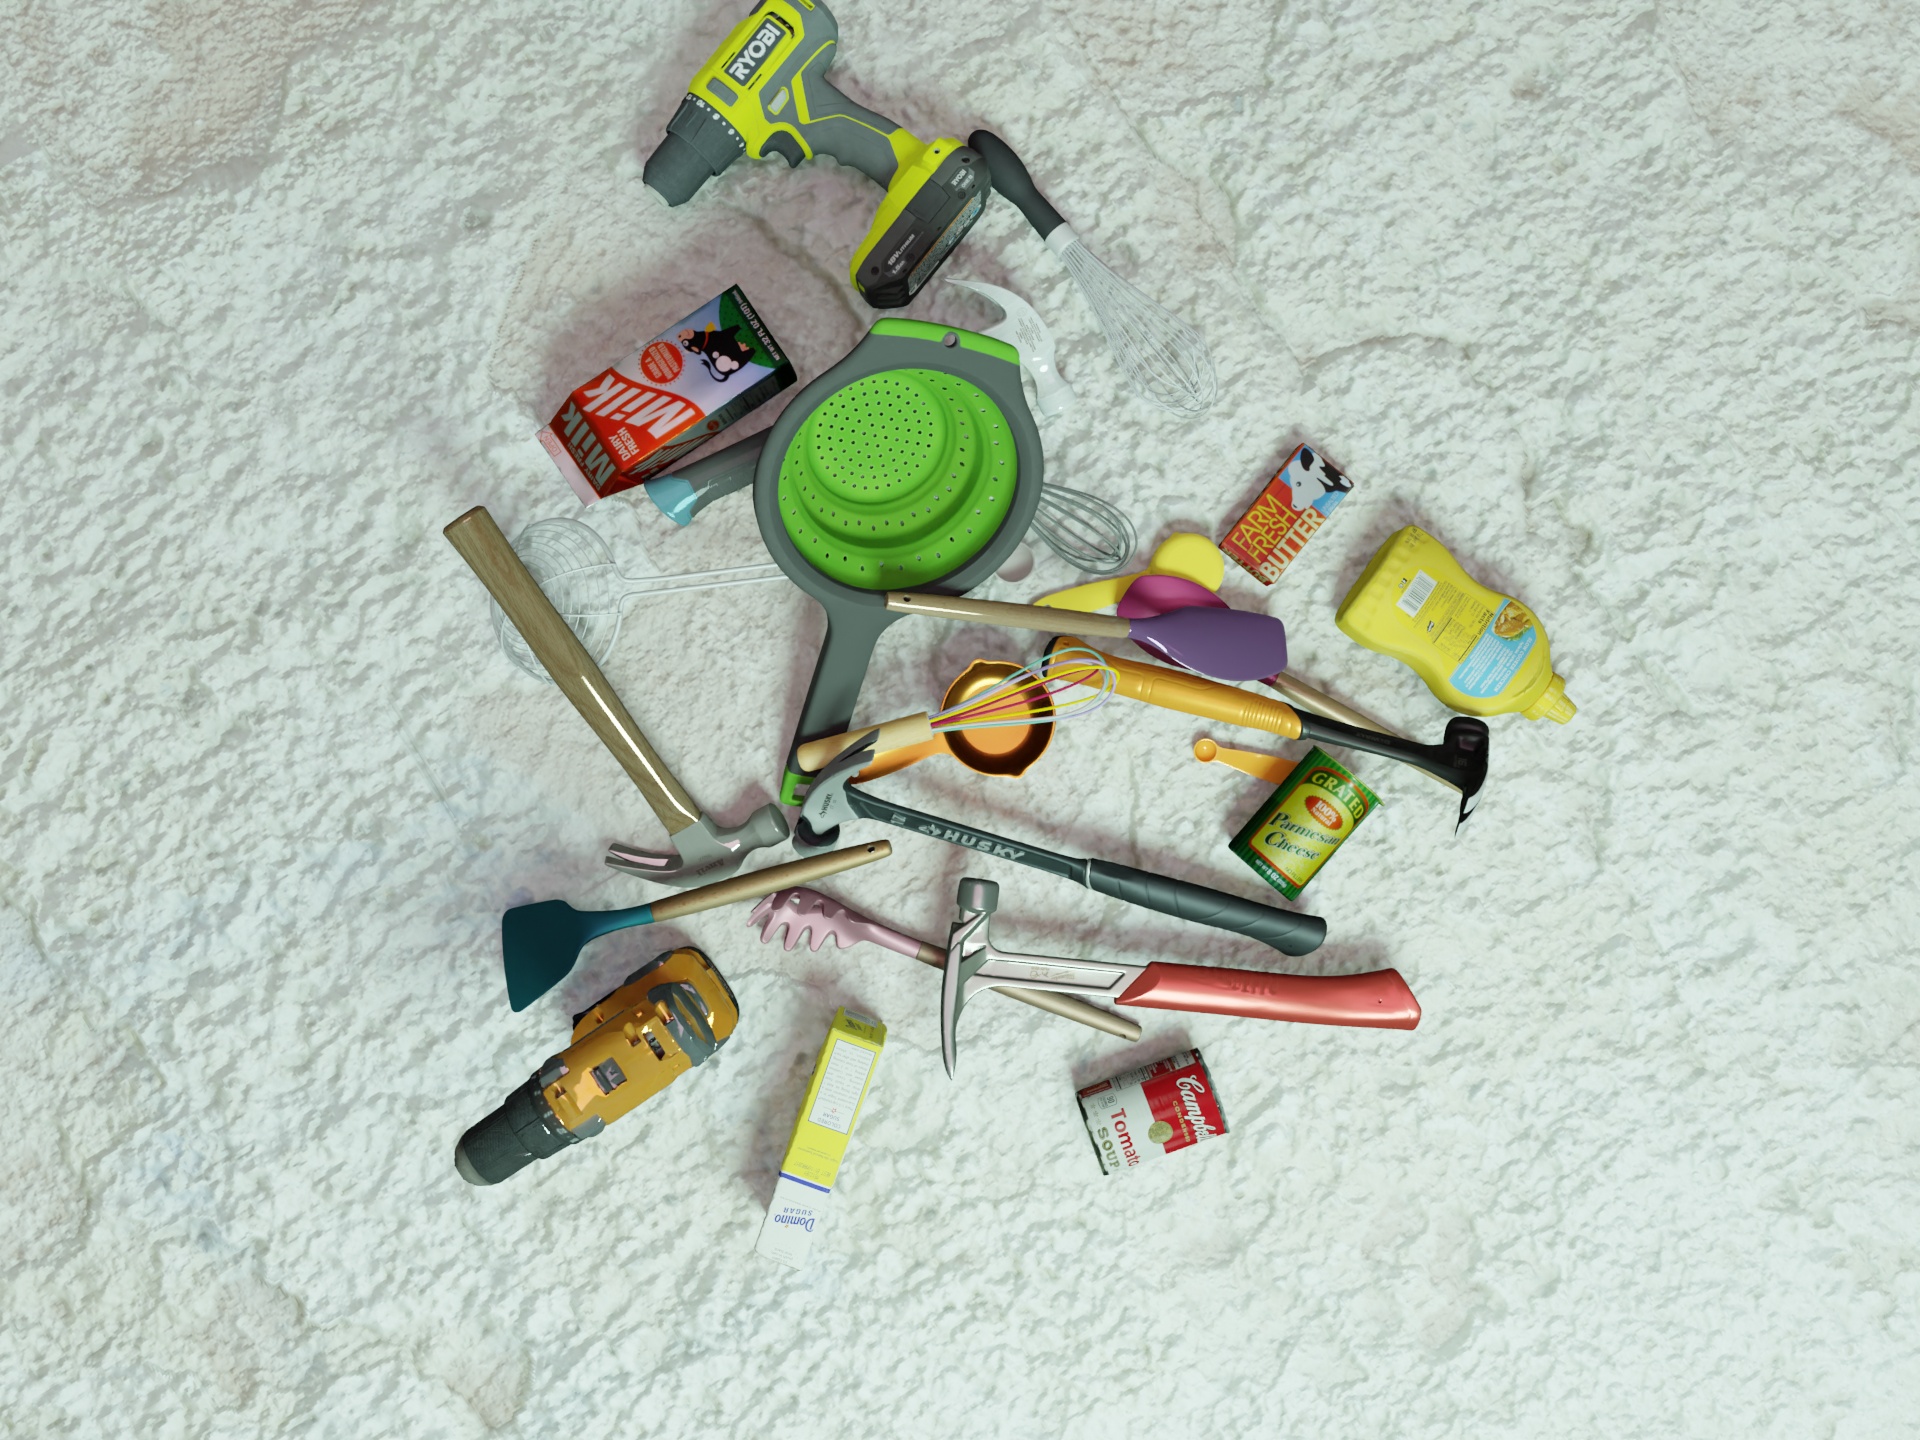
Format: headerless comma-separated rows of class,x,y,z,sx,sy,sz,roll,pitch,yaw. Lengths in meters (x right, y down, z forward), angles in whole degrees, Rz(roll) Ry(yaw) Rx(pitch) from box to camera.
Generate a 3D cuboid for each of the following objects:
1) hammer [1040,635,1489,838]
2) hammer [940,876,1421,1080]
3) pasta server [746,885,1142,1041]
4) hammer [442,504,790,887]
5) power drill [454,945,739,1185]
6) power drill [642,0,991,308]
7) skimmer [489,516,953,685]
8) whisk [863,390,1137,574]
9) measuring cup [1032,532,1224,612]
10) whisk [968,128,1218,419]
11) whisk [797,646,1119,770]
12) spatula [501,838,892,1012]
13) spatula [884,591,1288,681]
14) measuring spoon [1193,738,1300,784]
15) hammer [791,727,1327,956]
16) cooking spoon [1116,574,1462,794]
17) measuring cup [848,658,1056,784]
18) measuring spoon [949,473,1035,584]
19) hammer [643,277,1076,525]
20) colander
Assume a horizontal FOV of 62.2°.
hammer,0.221,-0.002,1.182,0.337,0.127,0.034,16,122,12
hammer,0.165,0.210,1.195,0.359,0.037,0.149,7,87,-4
pasta server,-0.009,0.193,1.225,0.316,0.060,0.040,21,51,-3
hammer,-0.269,-0.011,1.172,0.130,0.031,0.331,-29,110,11
power drill,-0.251,0.244,1.126,0.185,0.226,0.084,-34,90,-1
power drill,-0.110,-0.420,1.206,0.228,0.080,0.190,39,89,2
skimmer,-0.179,-0.108,1.228,0.363,0.090,0.127,-8,88,-11
whisk,0.031,-0.185,1.204,0.239,0.055,0.055,31,90,-9
measuring cup,0.129,-0.104,1.230,0.156,0.029,0.062,-16,90,-2
whisk,0.098,-0.344,1.222,0.070,0.070,0.284,-39,85,-1
whisk,-0.002,-0.005,1.171,0.245,0.047,0.051,-15,91,3
spatula,-0.202,0.138,1.194,0.317,0.044,0.082,-15,66,4
spatula,0.098,-0.069,1.168,0.315,0.018,0.060,6,68,-16
measuring spoon,0.237,0.036,1.244,0.117,0.011,0.021,15,97,-4
hammer,0.082,0.107,1.198,0.409,0.149,0.036,17,52,-7
cooking spoon,0.265,-0.020,1.230,0.319,0.017,0.068,29,114,-4
measuring cup,-0.012,0.013,1.219,0.173,0.052,0.095,-21,90,1
measuring spoon,0.017,-0.159,1.240,0.034,0.018,0.124,-32,84,1
hammer,-0.085,-0.233,1.218,0.331,0.033,0.128,-25,106,2
colander,-0.076,-0.116,1.166,0.204,0.095,0.396,7,121,-22
